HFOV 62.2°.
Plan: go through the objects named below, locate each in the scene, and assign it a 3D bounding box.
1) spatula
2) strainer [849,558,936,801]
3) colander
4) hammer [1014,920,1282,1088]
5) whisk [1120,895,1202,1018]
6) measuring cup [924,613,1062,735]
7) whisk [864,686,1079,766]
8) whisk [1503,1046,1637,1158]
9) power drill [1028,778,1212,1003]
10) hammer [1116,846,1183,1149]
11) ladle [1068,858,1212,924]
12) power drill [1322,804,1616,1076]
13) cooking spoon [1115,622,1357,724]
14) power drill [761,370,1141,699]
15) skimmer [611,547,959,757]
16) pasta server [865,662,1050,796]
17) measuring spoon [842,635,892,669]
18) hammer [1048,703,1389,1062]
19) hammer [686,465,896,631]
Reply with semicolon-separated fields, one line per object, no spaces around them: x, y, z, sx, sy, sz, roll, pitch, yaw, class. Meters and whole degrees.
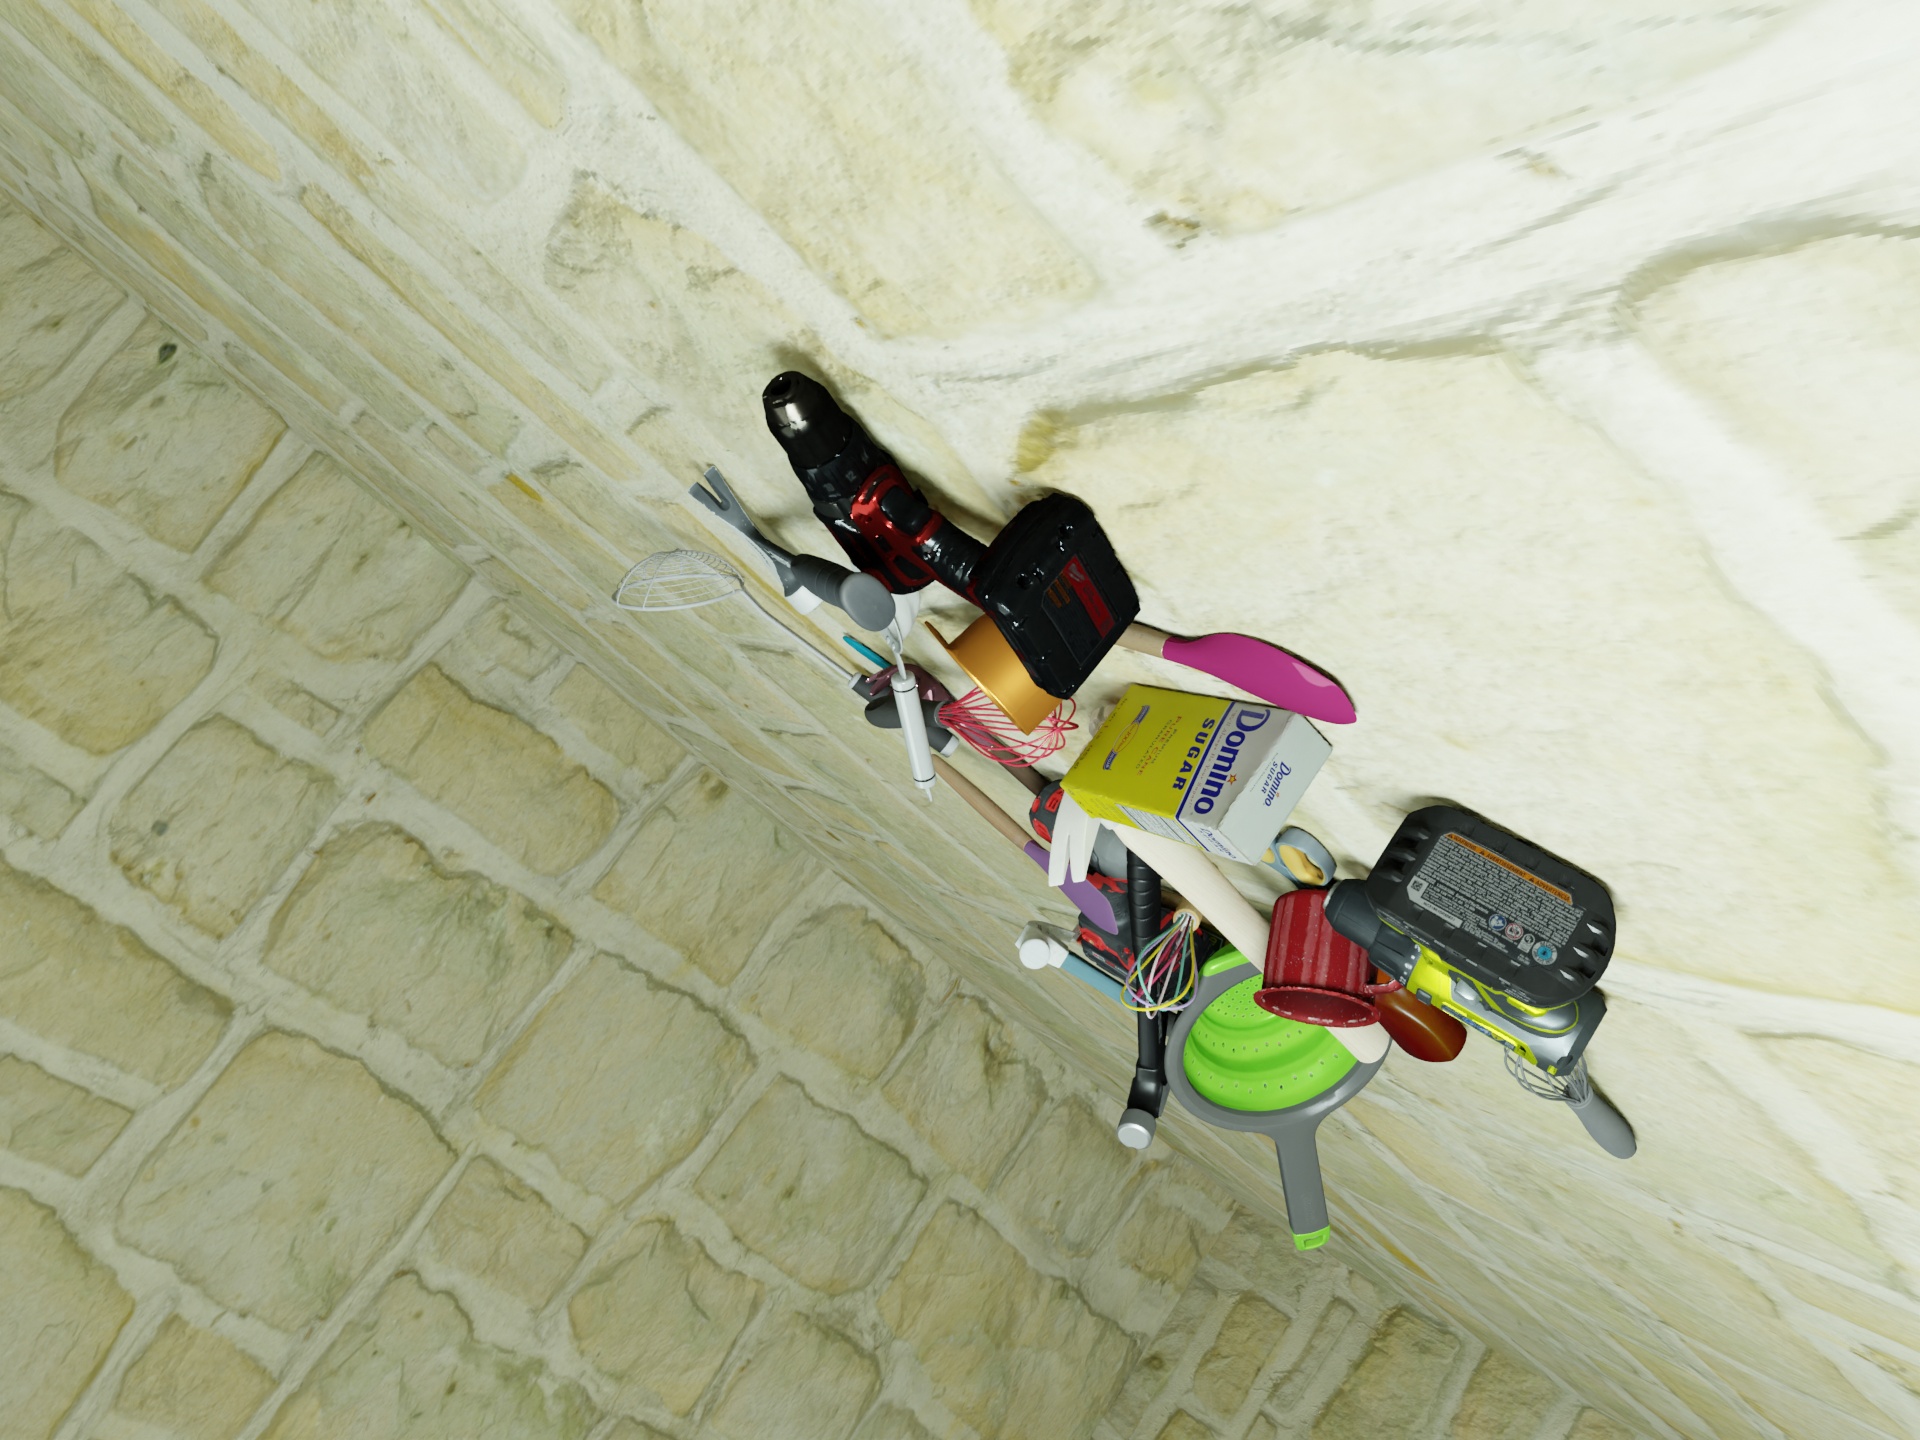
0.051;0.105;1.455;0.316;0.018;0.059;40;154;49;spatula
-0.045;-0.039;1.255;0.087;0.050;0.258;-130;23;-52;strainer
0.289;0.326;1.450;0.095;0.204;0.396;-105;0;-58;colander
0.199;0.295;1.577;0.331;0.033;0.128;32;-175;-2;hammer
0.172;0.169;1.271;0.051;0.047;0.245;49;-153;-3;whisk
0.021;-0.055;1.175;0.095;0.052;0.174;47;-179;-33;measuring cup
-0.002;-0.004;1.305;0.073;0.073;0.296;43;160;-26;whisk
0.465;0.283;1.191;0.055;0.055;0.238;22;165;49;whisk
0.151;0.155;1.451;0.143;0.078;0.219;28;154;41;power drill
0.159;0.195;1.344;0.035;0.146;0.334;7;125;20;hammer
0.194;0.173;1.559;0.069;0.031;0.316;44;163;-29;ladle
0.314;0.136;1.000;0.191;0.080;0.228;31;168;24;power drill
0.112;-0.051;0.998;0.319;0.017;0.068;23;161;45;cooking spoon
-0.016;-0.120;0.972;0.227;0.080;0.187;31;166;38;power drill
-0.170;-0.054;1.571;0.363;0.090;0.127;36;-160;-6;skimmer
0.042;0.044;1.476;0.316;0.040;0.060;40;156;-20;pasta server
-0.063;-0.035;1.503;0.128;0.021;0.042;36;167;-1;measuring spoon
0.213;0.163;1.225;0.038;0.146;0.410;-15;133;42;hammer
-0.117;-0.116;1.168;0.149;0.036;0.409;46;176;-20;hammer
